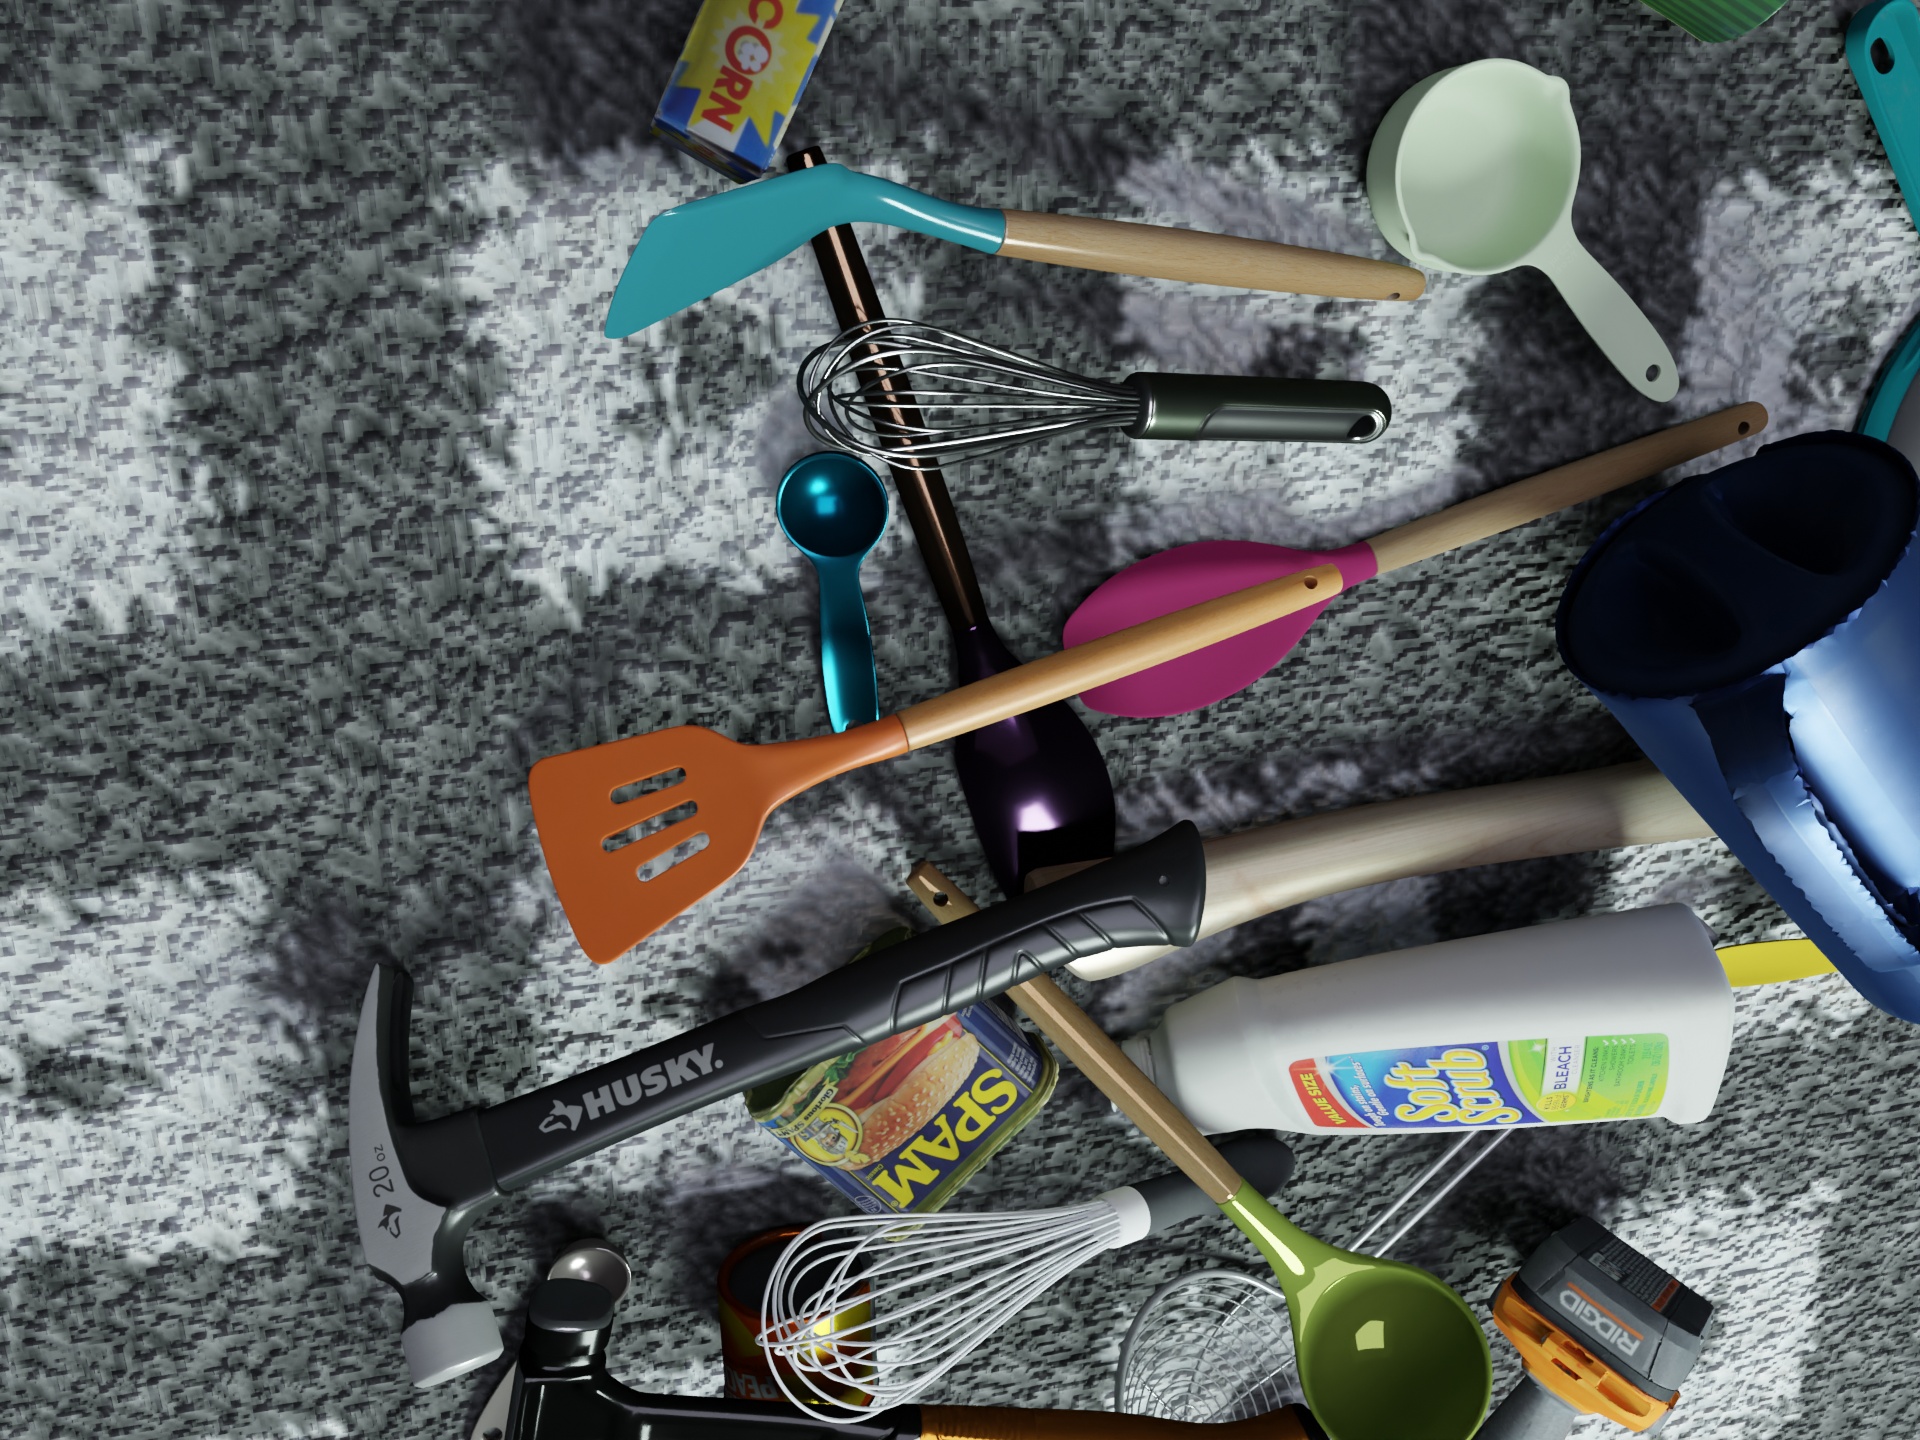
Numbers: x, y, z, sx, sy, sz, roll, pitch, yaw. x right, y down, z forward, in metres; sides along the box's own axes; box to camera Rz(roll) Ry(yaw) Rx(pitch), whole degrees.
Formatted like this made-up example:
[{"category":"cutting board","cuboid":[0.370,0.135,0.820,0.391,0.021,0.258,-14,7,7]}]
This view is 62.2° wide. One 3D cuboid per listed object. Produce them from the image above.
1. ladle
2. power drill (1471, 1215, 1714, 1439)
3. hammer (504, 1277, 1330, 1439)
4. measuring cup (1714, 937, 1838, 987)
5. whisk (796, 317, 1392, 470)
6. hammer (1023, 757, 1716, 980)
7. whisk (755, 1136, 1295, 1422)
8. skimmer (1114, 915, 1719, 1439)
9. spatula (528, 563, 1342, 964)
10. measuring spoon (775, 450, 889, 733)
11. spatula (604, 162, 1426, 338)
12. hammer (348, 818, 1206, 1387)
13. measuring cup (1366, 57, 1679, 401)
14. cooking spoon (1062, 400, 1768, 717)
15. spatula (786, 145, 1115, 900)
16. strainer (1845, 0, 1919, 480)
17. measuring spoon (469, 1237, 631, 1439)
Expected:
[{"category":"ladle","cuboid":[0.093,0.175,0.637,0.078,0.062,0.320,-44,98,0]},{"category":"power drill","cuboid":[0.261,0.352,0.757,0.226,0.084,0.164,-59,150,6]},{"category":"hammer","cuboid":[-0.010,0.296,0.635,0.336,0.034,0.127,8,104,-11]},{"category":"measuring cup","cuboid":[0.403,0.106,0.756,0.156,0.029,0.062,-3,107,-16]},{"category":"whisk","cuboid":[0.057,-0.115,0.583,0.246,0.059,0.057,-3,144,-24]},{"category":"hammer","cuboid":[0.226,0.037,0.685,0.410,0.038,0.146,-9,107,-13]},{"category":"whisk","cuboid":[0.041,0.209,0.645,0.284,0.070,0.070,-5,110,-39]},{"category":"skimmer","cuboid":[0.217,0.222,0.716,0.363,0.090,0.127,-44,88,0]},{"category":"spatula","cuboid":[-0.001,-0.002,0.603,0.322,0.041,0.081,-20,79,-13]},{"category":"measuring spoon","cuboid":[-0.044,-0.044,0.611,0.042,0.021,0.128,-1,117,6]},{"category":"spatula","cuboid":[0.036,-0.159,0.560,0.317,0.082,0.044,-1,76,-24]},{"category":"hammer","cuboid":[-0.063,0.110,0.591,0.335,0.035,0.146,-21,72,-5]},{"category":"measuring cup","cuboid":[0.223,-0.183,0.621,0.167,0.038,0.083,39,95,-23]},{"category":"cooking spoon","cuboid":[0.191,-0.075,0.656,0.319,0.017,0.068,-20,110,-7]},{"category":"spatula","cuboid":[-0.003,-0.062,0.611,0.060,0.018,0.315,-23,112,-6]},{"category":"strainer","cuboid":[0.466,-0.149,0.661,0.211,0.095,0.340,-39,113,0]},{"category":"measuring spoon","cuboid":[-0.178,0.265,0.674,0.034,0.018,0.124,26,106,-20]}]
